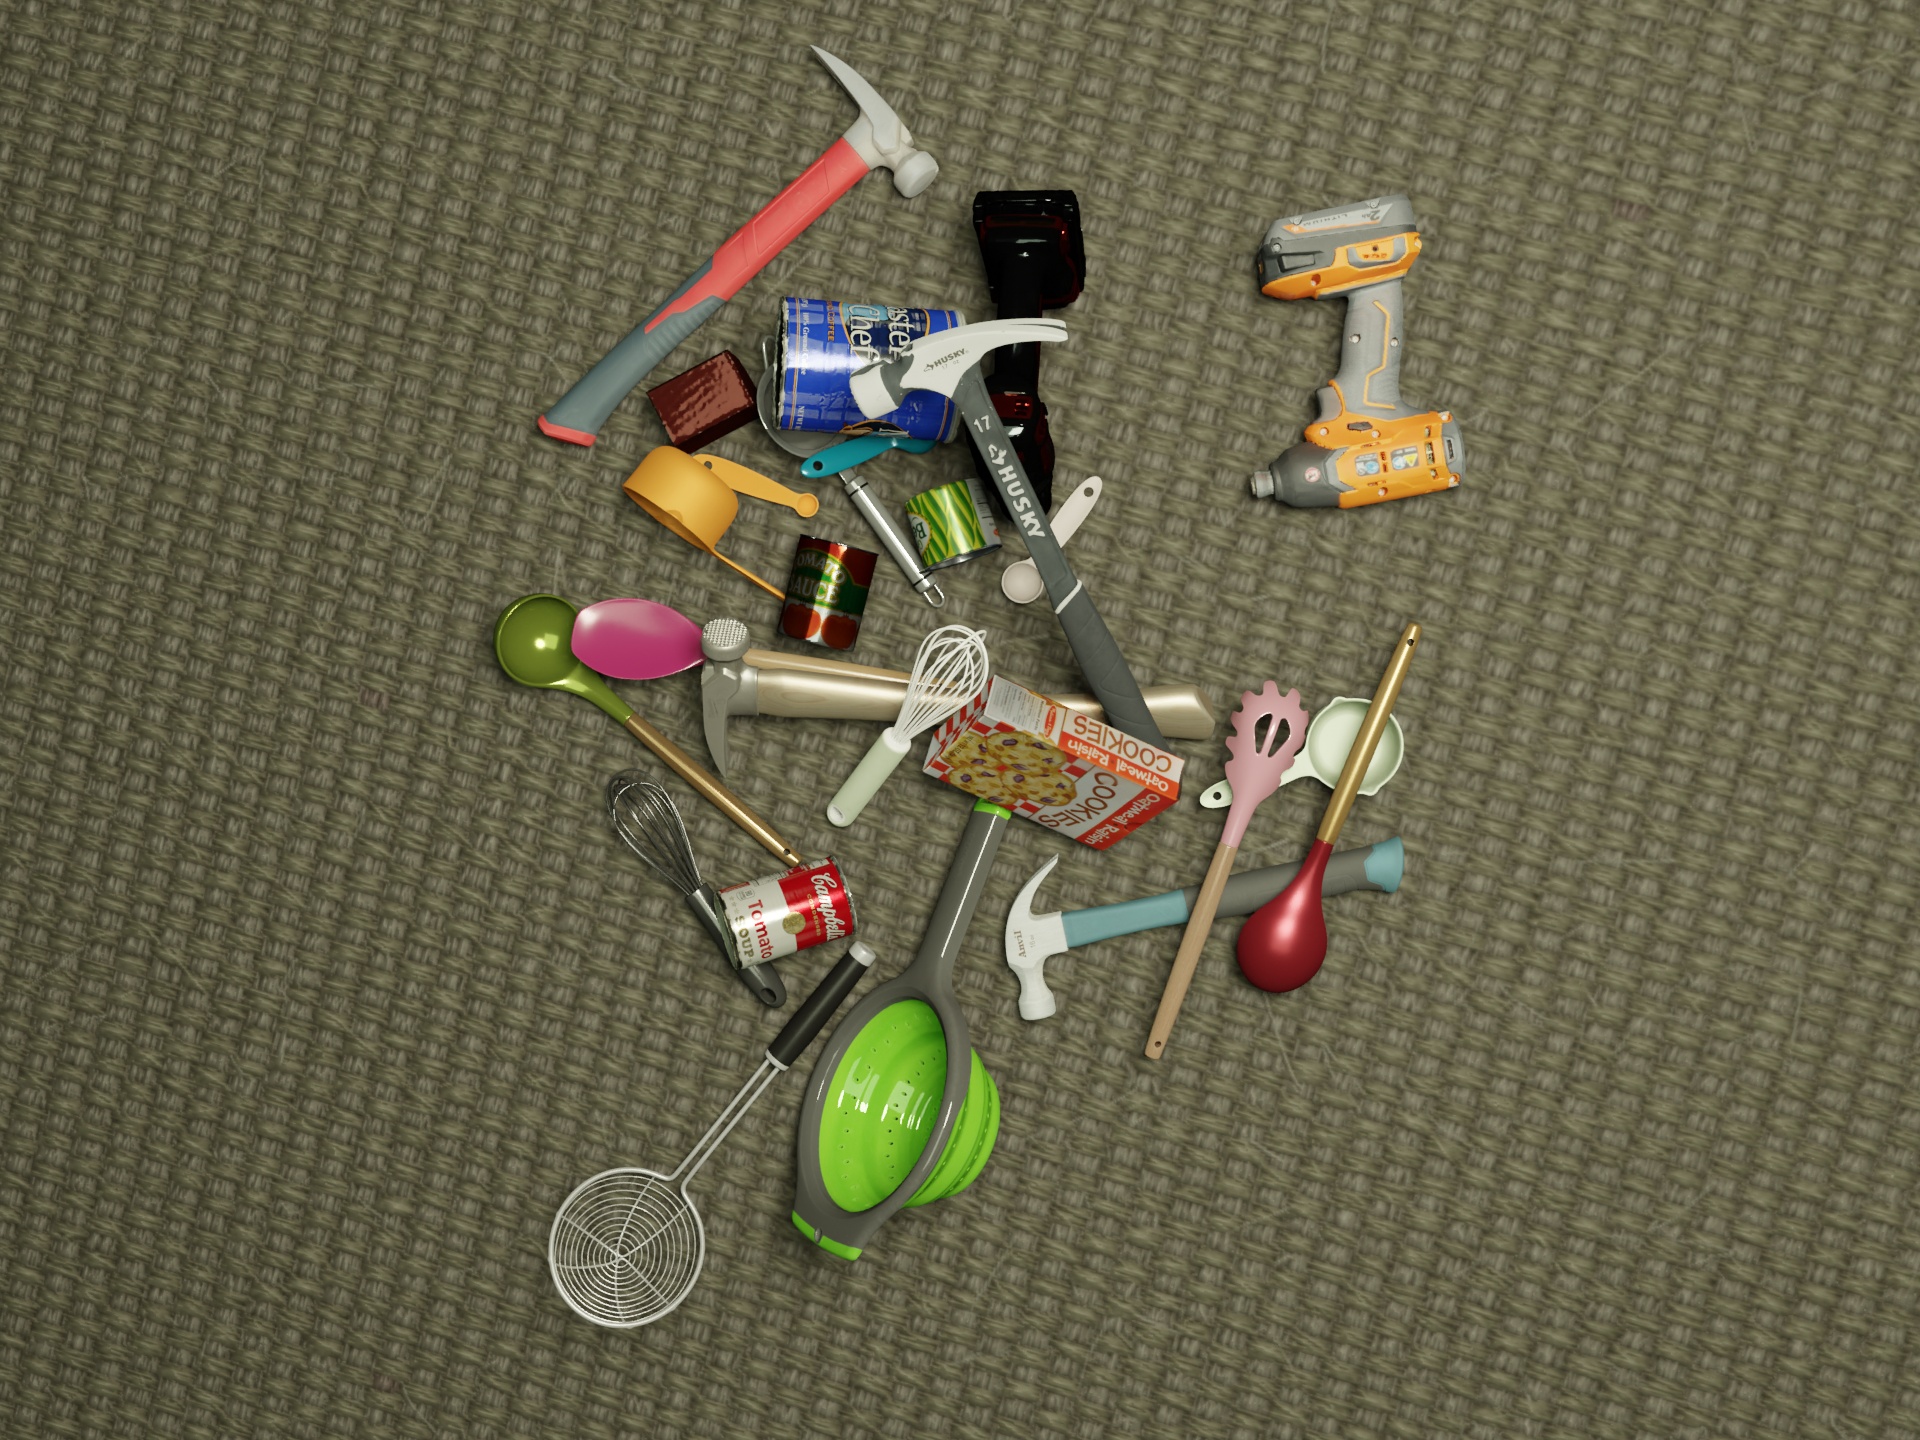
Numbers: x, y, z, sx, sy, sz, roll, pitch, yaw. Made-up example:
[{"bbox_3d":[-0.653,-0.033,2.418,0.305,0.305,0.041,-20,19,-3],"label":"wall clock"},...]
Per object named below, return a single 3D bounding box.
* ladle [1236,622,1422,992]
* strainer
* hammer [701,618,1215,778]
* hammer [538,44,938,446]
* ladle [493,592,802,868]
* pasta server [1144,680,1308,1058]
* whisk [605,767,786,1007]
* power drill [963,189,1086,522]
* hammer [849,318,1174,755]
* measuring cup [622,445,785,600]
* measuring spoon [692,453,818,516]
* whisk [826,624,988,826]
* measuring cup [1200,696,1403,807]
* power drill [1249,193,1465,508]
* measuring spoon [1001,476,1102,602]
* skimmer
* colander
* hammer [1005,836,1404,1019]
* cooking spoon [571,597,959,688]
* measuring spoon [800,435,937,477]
[{"bbox_3d":[0.298,0.072,1.251,0.069,0.031,0.315,21,96,2],"label":"ladle"},{"bbox_3d":[-0.092,-0.198,1.304,0.087,0.050,0.258,-38,95,-33],"label":"strainer"},{"bbox_3d":[-0.002,-0.004,1.288,0.410,0.038,0.146,4,132,-2],"label":"hammer"},{"bbox_3d":[-0.208,-0.376,1.308,0.386,0.038,0.143,-41,87,5],"label":"hammer"},{"bbox_3d":[-0.255,0.014,1.319,0.320,0.062,0.078,41,76,0],"label":"ladle"},{"bbox_3d":[0.204,0.122,1.265,0.060,0.040,0.316,19,99,4],"label":"pasta server"},{"bbox_3d":[-0.218,0.142,1.328,0.055,0.055,0.239,-35,93,5],"label":"whisk"},{"bbox_3d":[0.050,-0.275,1.240,0.080,0.187,0.227,3,74,10],"label":"power drill"},{"bbox_3d":[0.076,-0.109,1.168,0.149,0.036,0.408,-21,123,14],"label":"hammer"},{"bbox_3d":[-0.191,-0.160,1.303,0.173,0.095,0.052,35,84,-17],"label":"measuring cup"},{"bbox_3d":[-0.171,-0.197,1.327,0.117,0.011,0.021,22,94,7],"label":"measuring spoon"},{"bbox_3d":[-0.046,0.010,1.250,0.058,0.059,0.246,46,131,9],"label":"whisk"},{"bbox_3d":[0.272,0.035,1.283,0.167,0.038,0.083,-21,91,8],"label":"measuring cup"},{"bbox_3d":[0.295,-0.280,1.248,0.164,0.084,0.226,-11,95,6],"label":"power drill"},{"bbox_3d":[0.077,-0.149,1.306,0.034,0.018,0.124,36,88,3],"label":"measuring spoon"},{"bbox_3d":[-0.193,0.332,1.305,0.127,0.090,0.363,39,94,3],"label":"skimmer"},{"bbox_3d":[-0.006,0.241,1.286,0.094,0.204,0.397,28,77,-30],"label":"colander"},{"bbox_3d":[0.197,0.149,1.296,0.331,0.033,0.128,-13,92,5],"label":"hammer"},{"bbox_3d":[-0.159,-0.049,1.307,0.319,0.017,0.069,9,76,-3],"label":"cooking spoon"},{"bbox_3d":[-0.070,-0.224,1.283,0.128,0.021,0.042,-25,94,-21],"label":"measuring spoon"}]
